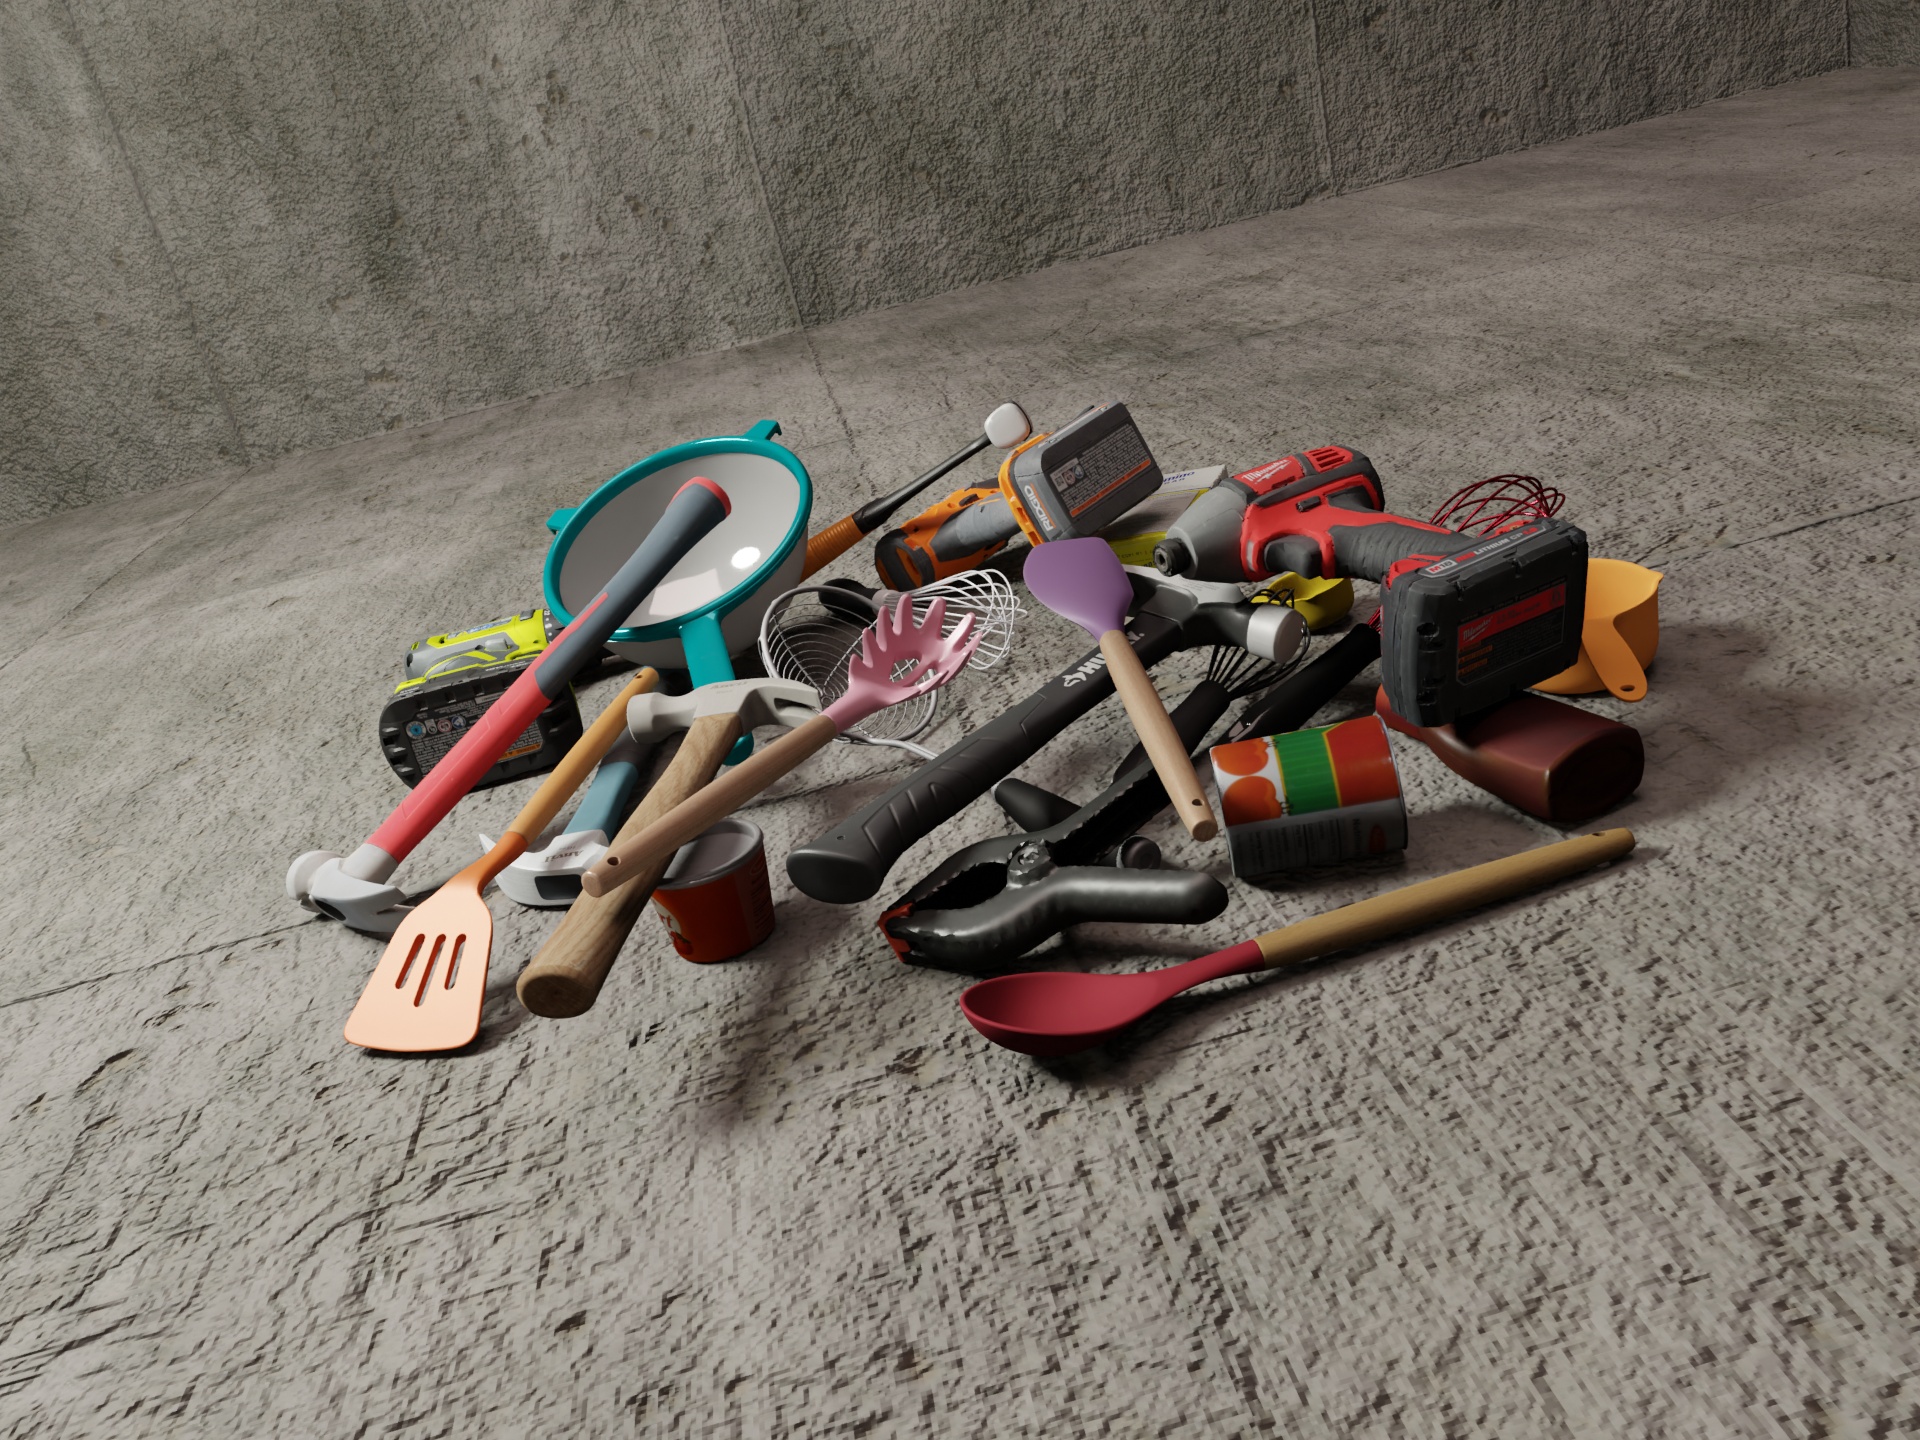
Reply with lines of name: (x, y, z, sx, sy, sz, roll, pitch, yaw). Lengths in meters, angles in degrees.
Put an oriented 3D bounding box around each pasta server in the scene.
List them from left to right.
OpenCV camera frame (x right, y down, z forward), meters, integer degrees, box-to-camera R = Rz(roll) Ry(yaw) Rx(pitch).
pasta server: (-0.084, 0.007, 0.823, 0.060, 0.040, 0.316, 28, 35, 18)

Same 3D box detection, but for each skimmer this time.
skimmer: (-0.001, -0.003, 0.930, 0.127, 0.090, 0.364, 4, 12, -35)

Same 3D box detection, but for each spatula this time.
spatula: (-0.242, 0.063, 0.916, 0.081, 0.041, 0.323, -3, 31, 19)
spatula: (0.084, -0.030, 0.843, 0.059, 0.018, 0.316, -8, 31, -6)

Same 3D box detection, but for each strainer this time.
strainer: (-0.177, -0.068, 1.138, 0.211, 0.095, 0.341, -24, 46, 1)

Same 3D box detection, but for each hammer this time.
hammer: (-0.261, -0.024, 1.020, 0.143, 0.038, 0.386, 1, 45, 46)
hammer: (-0.223, 0.030, 1.054, 0.128, 0.033, 0.331, -10, 22, 5)
hammer: (-0.151, 0.050, 0.824, 0.130, 0.031, 0.331, -9, 22, 11)
hammer: (-0.089, -0.151, 1.263, 0.337, 0.034, 0.127, -32, 7, 9)
hammer: (0.035, -0.001, 0.855, 0.146, 0.035, 0.335, 21, 41, 36)

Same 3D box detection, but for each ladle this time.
ladle: (0.154, 0.094, 0.698, 0.315, 0.031, 0.069, -15, 16, -9)

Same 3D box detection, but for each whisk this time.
whisk: (-0.039, -0.084, 1.199, 0.070, 0.070, 0.285, -25, 20, -26)
whisk: (0.145, -0.012, 0.934, 0.055, 0.055, 0.239, 5, 33, 37)
whisk: (0.252, -0.058, 0.927, 0.296, 0.073, 0.073, -37, 30, -20)

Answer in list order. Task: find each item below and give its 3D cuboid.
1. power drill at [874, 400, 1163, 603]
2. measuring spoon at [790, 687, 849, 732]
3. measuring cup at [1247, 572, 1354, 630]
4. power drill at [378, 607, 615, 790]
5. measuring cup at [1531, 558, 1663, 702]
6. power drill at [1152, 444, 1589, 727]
power drill: (0.050, -0.171, 1.242, 0.164, 0.084, 0.226, -37, 12, -34)
measuring spoon: (-0.082, -0.018, 1.104, 0.034, 0.018, 0.124, -2, 24, 26)
measuring cup: (0.188, -0.064, 1.065, 0.156, 0.029, 0.062, -20, 20, 15)
power drill: (-0.336, -0.031, 1.210, 0.190, 0.080, 0.229, -15, 20, -3)
measuring cup: (0.342, -0.032, 0.858, 0.095, 0.052, 0.174, -9, 27, 12)
power drill: (0.212, -0.083, 0.856, 0.143, 0.078, 0.220, -21, 32, -20)
